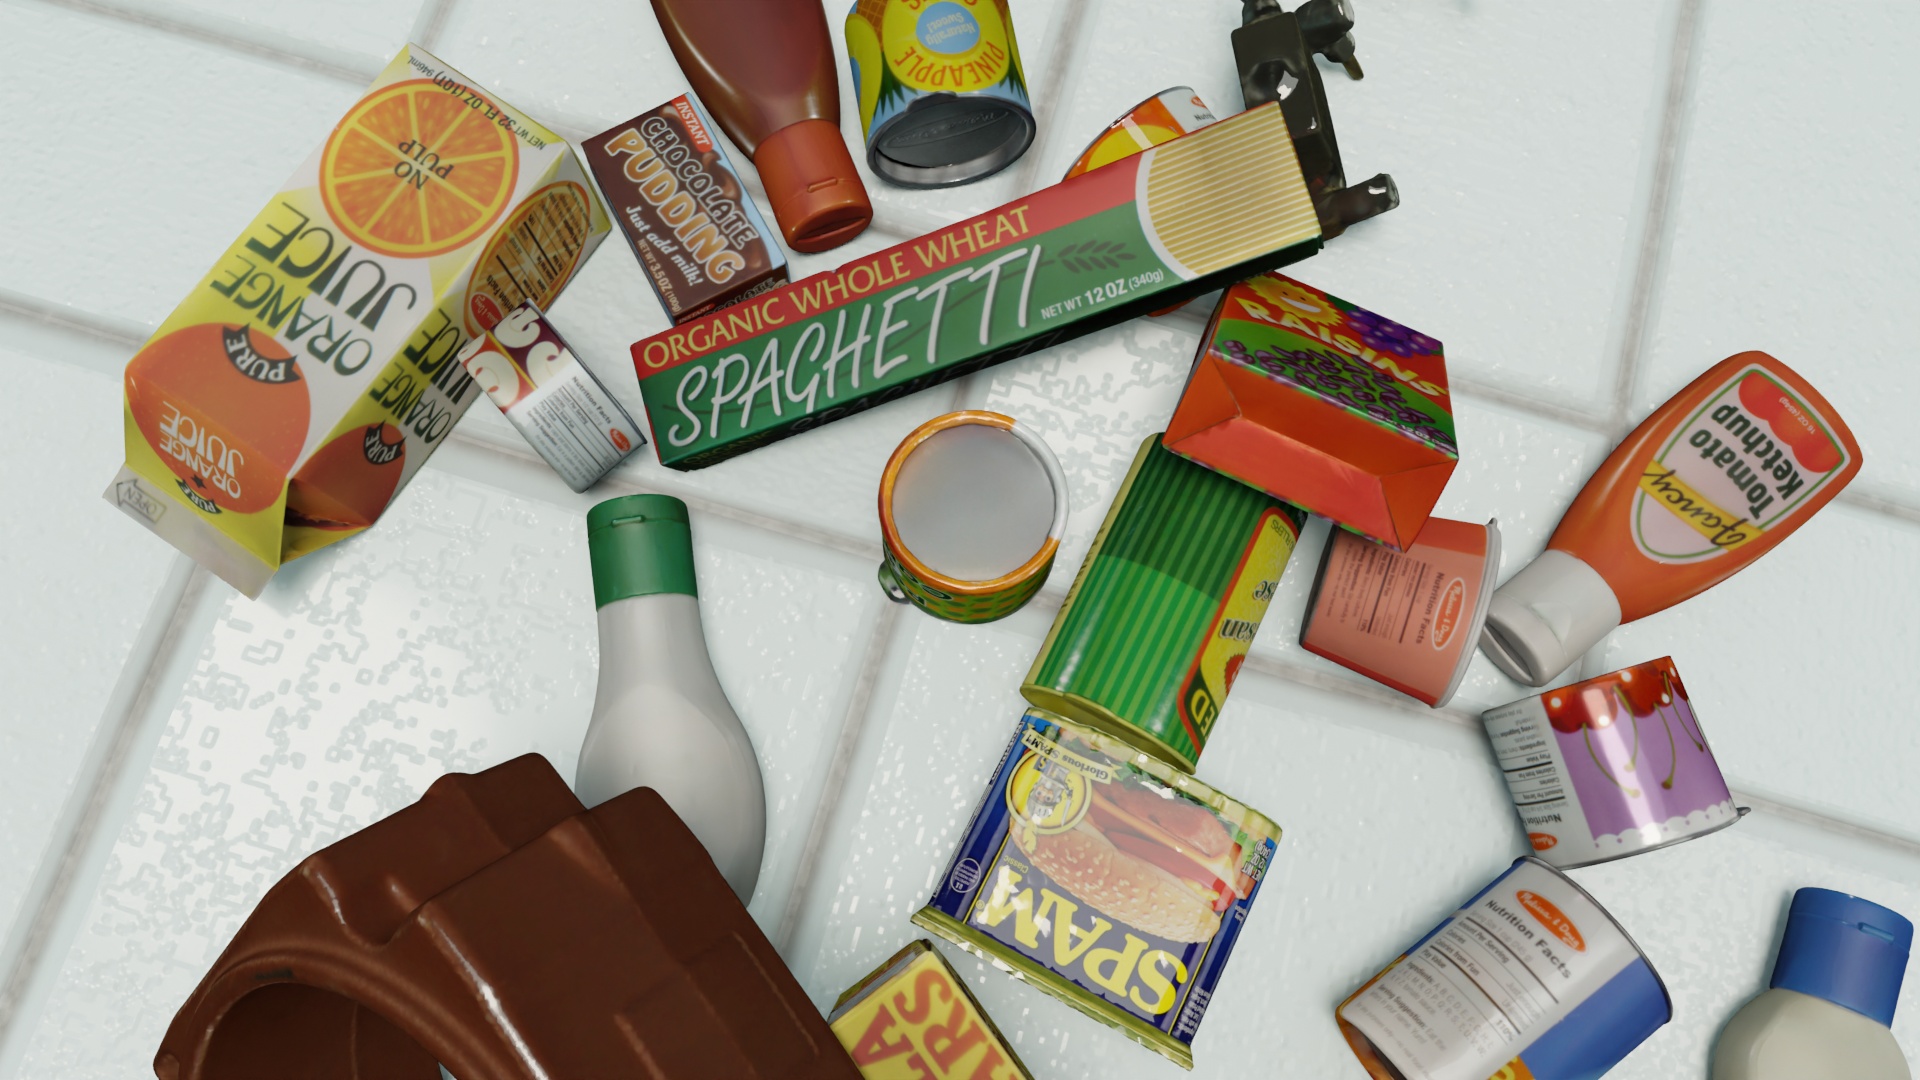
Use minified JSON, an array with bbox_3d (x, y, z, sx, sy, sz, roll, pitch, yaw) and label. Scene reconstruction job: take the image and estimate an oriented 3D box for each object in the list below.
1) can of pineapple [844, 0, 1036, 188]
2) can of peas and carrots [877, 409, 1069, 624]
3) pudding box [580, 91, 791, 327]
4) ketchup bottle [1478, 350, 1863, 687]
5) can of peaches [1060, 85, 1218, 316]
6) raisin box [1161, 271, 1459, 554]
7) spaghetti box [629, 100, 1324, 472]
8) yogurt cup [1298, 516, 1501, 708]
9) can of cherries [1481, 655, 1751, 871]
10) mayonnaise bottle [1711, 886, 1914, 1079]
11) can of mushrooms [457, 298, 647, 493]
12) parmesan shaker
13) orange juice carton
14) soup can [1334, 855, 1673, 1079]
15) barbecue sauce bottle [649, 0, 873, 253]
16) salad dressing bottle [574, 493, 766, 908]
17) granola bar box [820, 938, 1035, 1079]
[{"bbox_3d":[-0.008,-0.178,0.533,0.071,0.071,0.058,-10,76,-4],"label":"can of pineapple"},{"bbox_3d":[0.002,-0.006,0.497,0.071,0.058,0.071,0,76,-1],"label":"can of peas and carrots"},{"bbox_3d":[-0.105,-0.125,0.538,0.050,0.030,0.084,-27,79,-9],"label":"pudding box"},{"bbox_3d":[0.254,-0.004,0.511,0.149,0.043,0.065,-37,79,-9],"label":"ketchup bottle"},{"bbox_3d":[0.078,-0.125,0.526,0.071,0.071,0.058,-35,80,-9],"label":"can of peaches"},{"bbox_3d":[0.123,-0.052,0.483,0.086,0.124,0.040,23,119,5],"label":"raisin box"},{"bbox_3d":[0.000,-0.085,0.493,0.250,0.029,0.050,-18,84,13],"label":"spaghetti box"},{"bbox_3d":[0.154,0.020,0.492,0.054,0.072,0.072,17,76,11],"label":"yogurt cup"},{"bbox_3d":[0.224,0.076,0.478,0.071,0.071,0.058,-16,76,-5],"label":"can of cherries"},{"bbox_3d":[0.281,0.192,0.464,0.065,0.041,0.148,22,76,11],"label":"mayonnaise bottle"},{"bbox_3d":[-0.148,-0.052,0.502,0.033,0.071,0.071,-41,81,-8],"label":"can of mushrooms"},{"bbox_3d":[0.072,0.021,0.485,0.071,0.071,0.103,26,77,5],"label":"parmesan shaker"},{"bbox_3d":[-0.218,-0.074,0.501,0.072,0.073,0.193,33,78,6],"label":"orange juice carton"},{"bbox_3d":[0.178,0.158,0.458,0.084,0.071,0.071,-35,80,-8],"label":"soup can"},{"bbox_3d":[-0.077,-0.186,0.548,0.065,0.043,0.149,-20,78,-11],"label":"barbecue sauce bottle"},{"bbox_3d":[-0.105,0.058,0.487,0.064,0.044,0.148,-9,75,-2],"label":"salad dressing bottle"},{"bbox_3d":[0.025,0.197,0.413,0.039,0.124,0.166,-36,80,-11],"label":"granola bar box"}]
